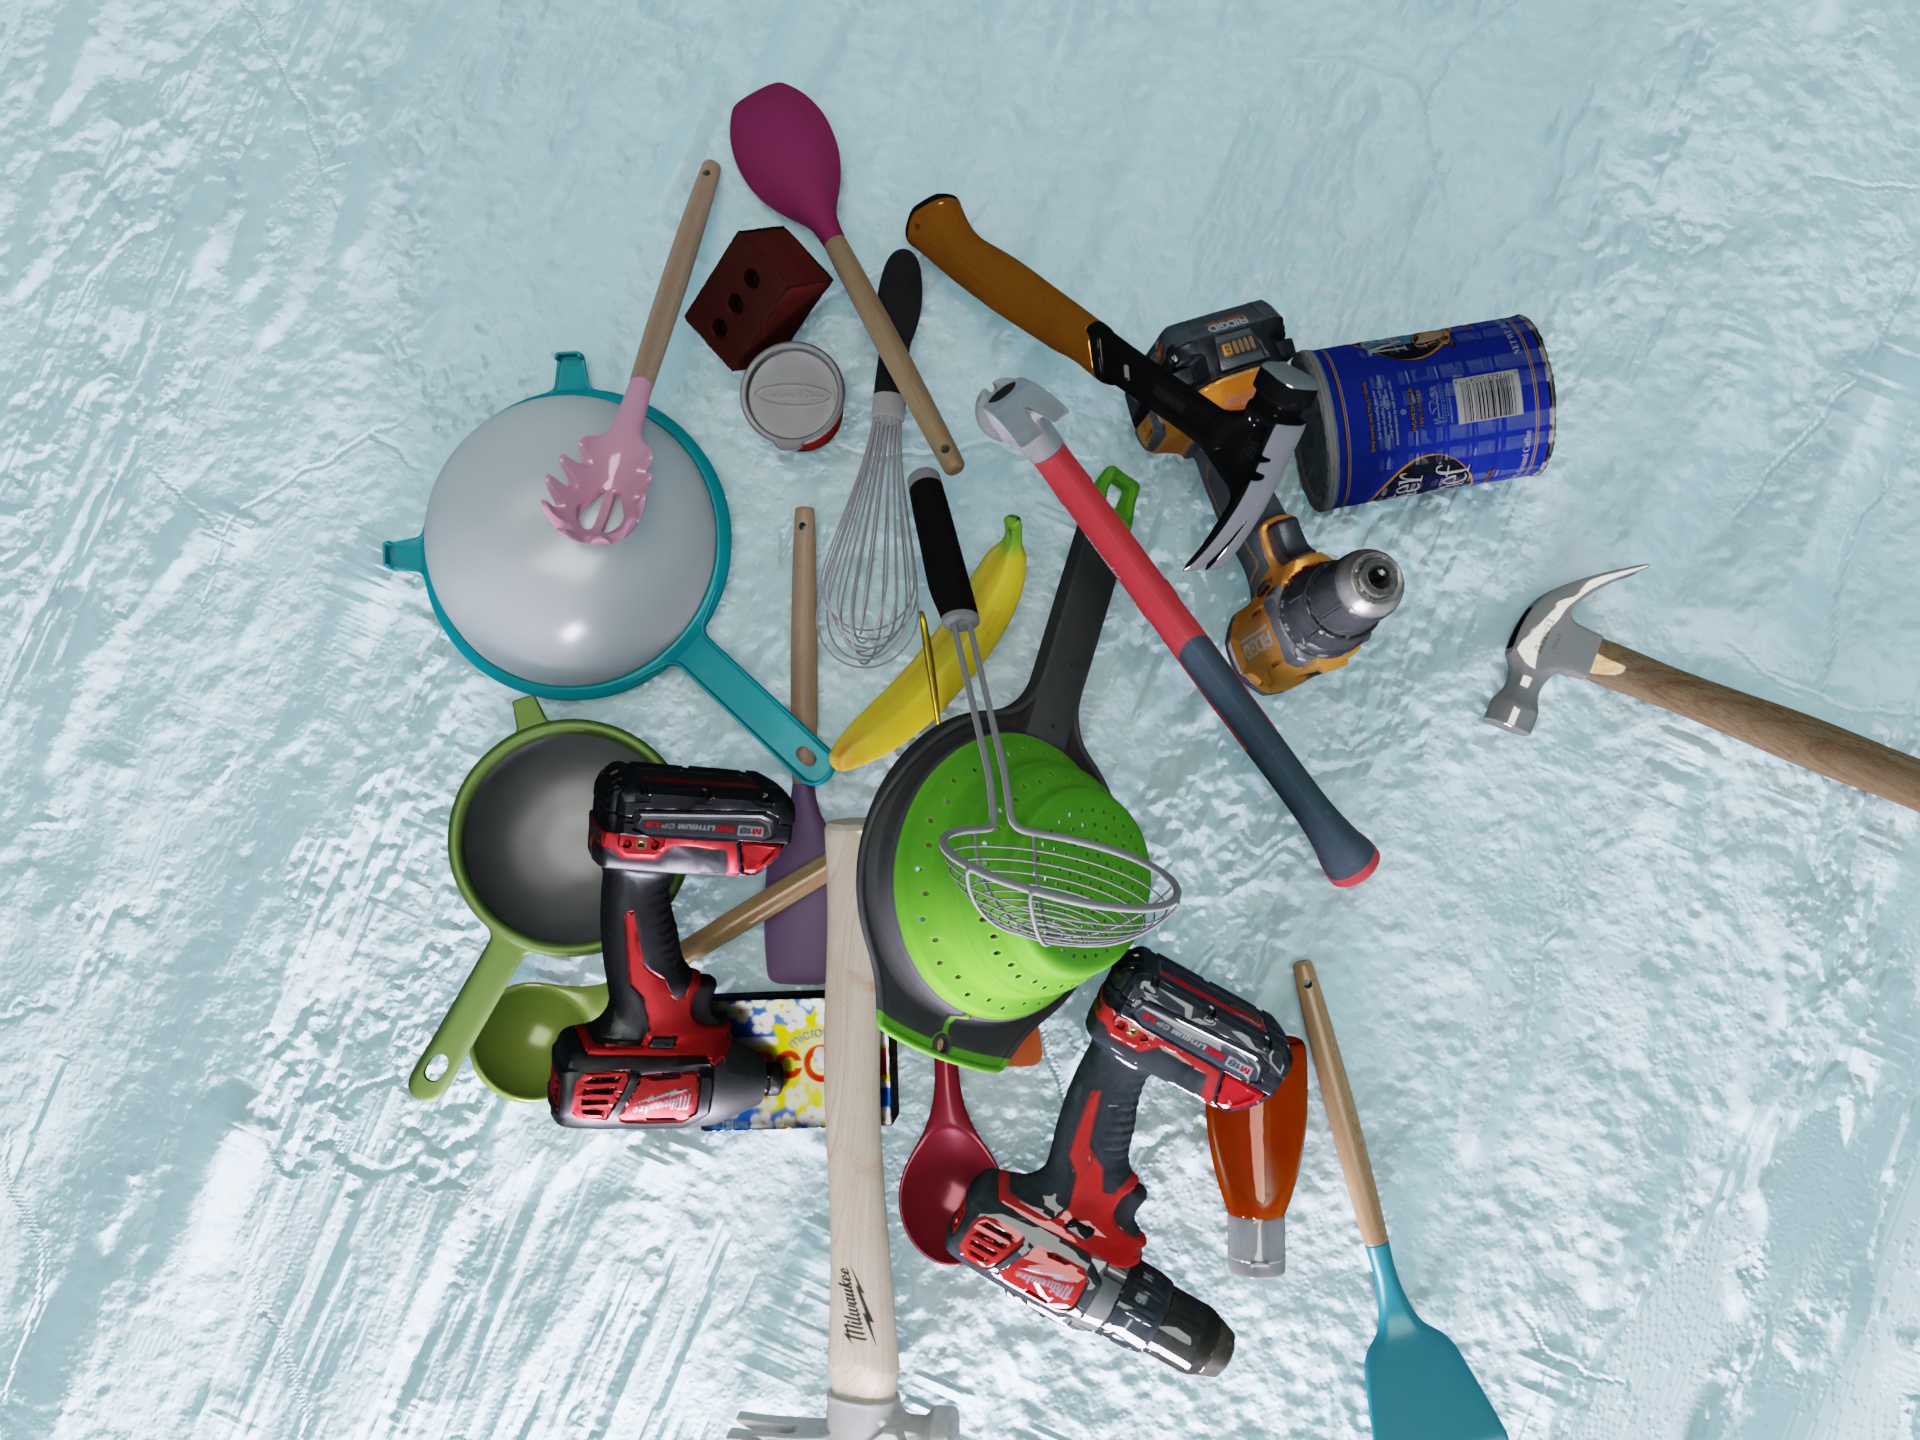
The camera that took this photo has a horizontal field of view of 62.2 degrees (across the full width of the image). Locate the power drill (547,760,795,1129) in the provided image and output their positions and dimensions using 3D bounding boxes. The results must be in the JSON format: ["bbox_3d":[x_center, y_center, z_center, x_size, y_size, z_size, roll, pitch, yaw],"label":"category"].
[{"bbox_3d":[-0.167,0.142,0.965,0.143,0.079,0.219,6,98,-21],"label":"power drill"}]

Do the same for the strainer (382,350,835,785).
[{"bbox_3d":[-0.213,-0.079,1.015,0.340,0.095,0.211,42,89,8],"label":"strainer"}]

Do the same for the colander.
[{"bbox_3d":[0.070,0.019,0.973,0.204,0.094,0.397,28,72,-34],"label":"colander"}]

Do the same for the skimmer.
[{"bbox_3d":[0.025,-0.028,0.896,0.127,0.090,0.364,6,51,-27],"label":"skimmer"}]

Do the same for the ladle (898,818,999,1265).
[{"bbox_3d":[-0.013,0.190,1.036,0.069,0.031,0.315,-4,85,0],"label":"ladle"}]

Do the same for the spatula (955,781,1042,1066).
[{"bbox_3d":[0.047,0.059,1.031,0.081,0.041,0.323,18,83,-39],"label":"spatula"}]

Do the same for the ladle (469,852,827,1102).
[{"bbox_3d":[-0.171,0.144,1.022,0.320,0.062,0.078,-31,82,2],"label":"ladle"}]

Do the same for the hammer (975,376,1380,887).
[{"bbox_3d":[0.142,-0.040,0.948,0.038,0.143,0.386,-38,108,4],"label":"hammer"}]

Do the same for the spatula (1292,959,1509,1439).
[{"bbox_3d":[0.261,0.308,1.010,0.082,0.044,0.317,-15,85,5],"label":"spatula"}]

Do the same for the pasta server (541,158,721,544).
[{"bbox_3d":[-0.195,-0.239,1.005,0.060,0.040,0.316,11,65,0],"label":"pasta server"}]

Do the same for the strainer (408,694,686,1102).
[{"bbox_3d":[-0.273,0.124,1.015,0.151,0.069,0.256,29,77,-3],"label":"strainer"}]

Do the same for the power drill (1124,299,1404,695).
[{"bbox_3d":[0.187,-0.136,0.967,0.084,0.185,0.226,-18,83,-12],"label":"power drill"}]

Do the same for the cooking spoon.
[{"bbox_3d":[-0.071,-0.293,1.040,0.069,0.017,0.319,-28,74,3],"label":"cooking spoon"}]

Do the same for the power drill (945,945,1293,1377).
[{"bbox_3d":[0.118,0.274,0.967,0.188,0.080,0.226,29,97,3],"label":"power drill"}]

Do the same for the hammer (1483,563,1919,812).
[{"bbox_3d":[0.515,-0.001,1.022,0.331,0.031,0.130,21,88,3],"label":"hammer"}]

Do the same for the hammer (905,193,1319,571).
[{"bbox_3d":[0.070,-0.229,0.975,0.337,0.034,0.127,45,127,33],"label":"hammer"}]

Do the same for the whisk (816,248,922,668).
[{"bbox_3d":[-0.049,-0.174,1.045,0.070,0.070,0.285,5,83,3],"label":"whisk"}]

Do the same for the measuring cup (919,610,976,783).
[{"bbox_3d":[-0.002,-0.003,1.001,0.029,0.062,0.156,-12,123,-3],"label":"measuring cup"}]

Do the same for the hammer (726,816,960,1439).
[{"bbox_3d":[-0.075,0.265,0.988,0.146,0.038,0.410,1,96,8],"label":"hammer"}]

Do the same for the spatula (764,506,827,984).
[{"bbox_3d":[-0.101,0.016,1.052,0.060,0.018,0.316,-1,88,5],"label":"spatula"}]
